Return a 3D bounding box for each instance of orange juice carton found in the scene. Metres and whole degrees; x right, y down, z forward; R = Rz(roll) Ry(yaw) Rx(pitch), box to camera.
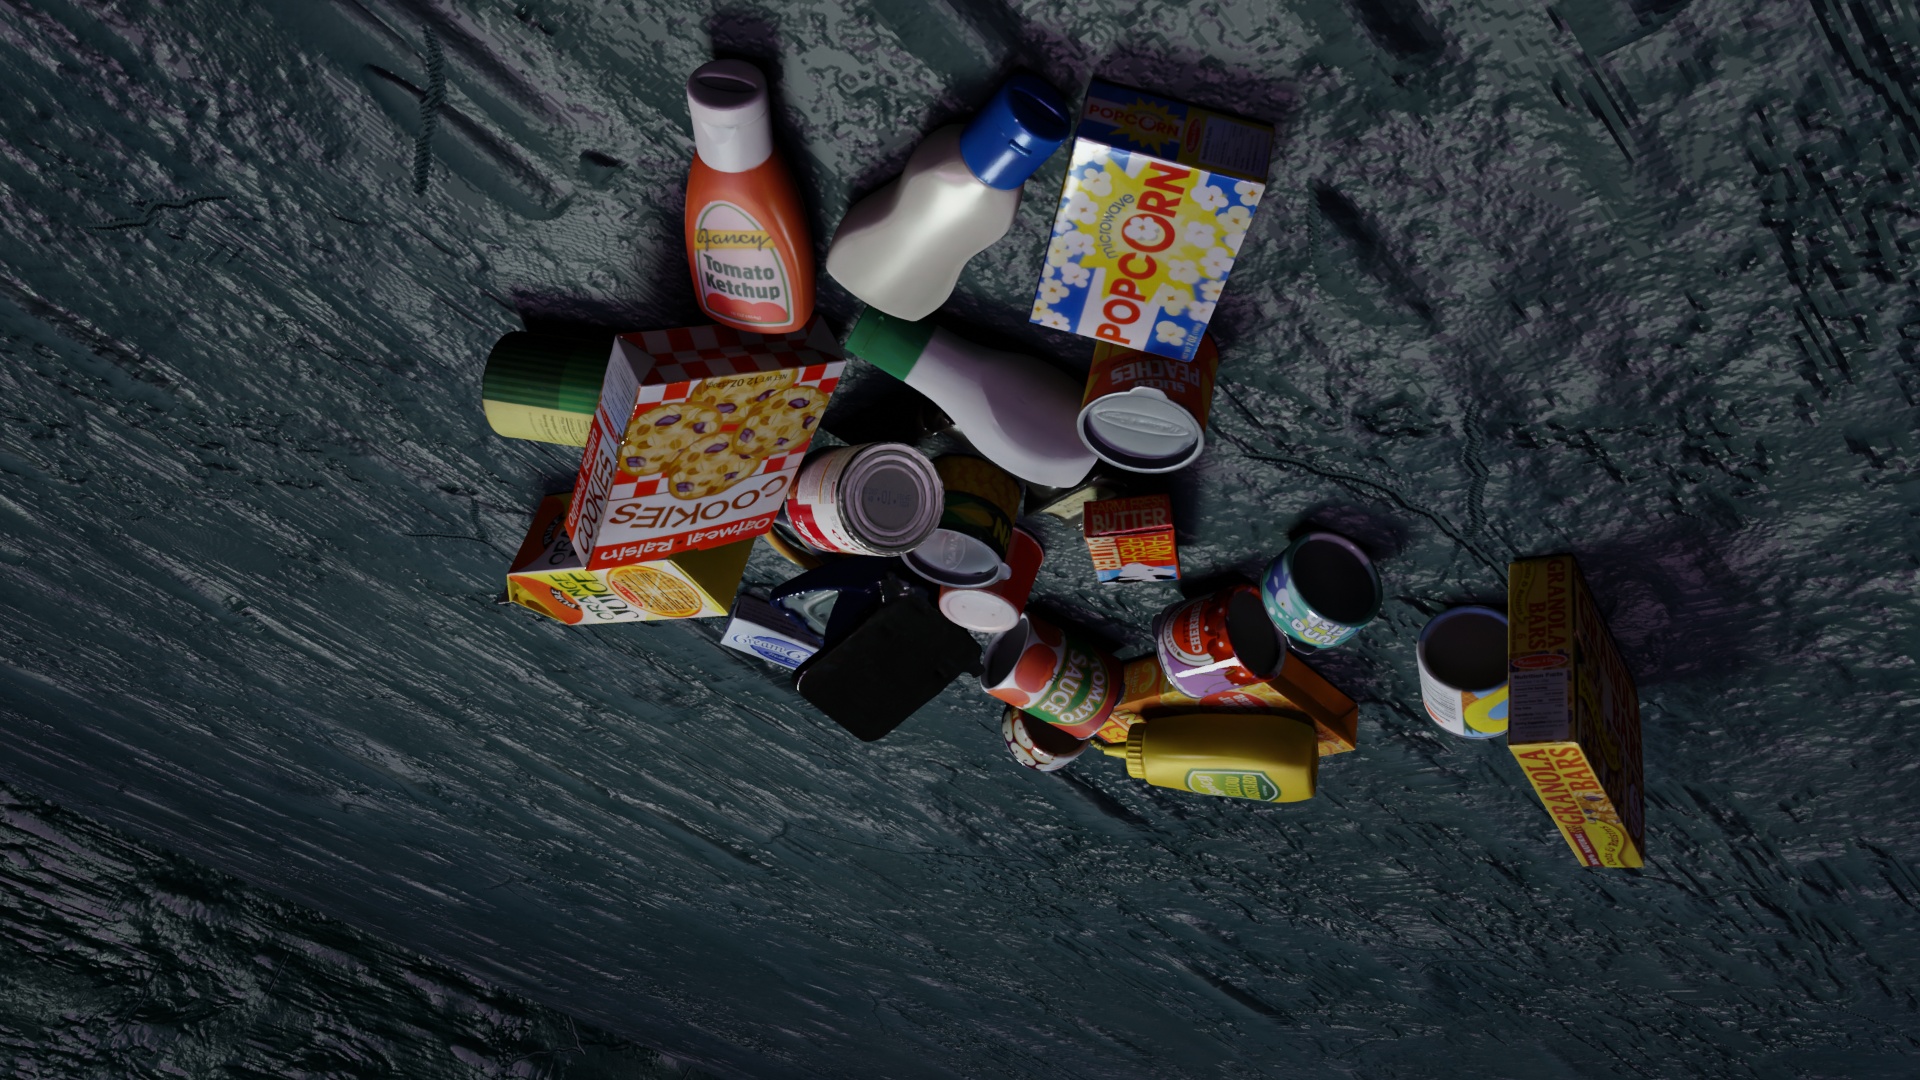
[{"bbox_3d":[-0.252,0.011,1.001,0.192,0.072,0.072,-5,143,29],"label":"orange juice carton"}]

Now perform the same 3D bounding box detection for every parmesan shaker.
[{"bbox_3d":[-0.226,-0.090,0.836,0.103,0.071,0.071,9,148,12],"label":"parmesan shaker"}]

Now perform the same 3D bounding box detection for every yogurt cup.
[{"bbox_3d":[0.018,0.025,0.925,0.072,0.054,0.072,10,147,7],"label":"yogurt cup"}]

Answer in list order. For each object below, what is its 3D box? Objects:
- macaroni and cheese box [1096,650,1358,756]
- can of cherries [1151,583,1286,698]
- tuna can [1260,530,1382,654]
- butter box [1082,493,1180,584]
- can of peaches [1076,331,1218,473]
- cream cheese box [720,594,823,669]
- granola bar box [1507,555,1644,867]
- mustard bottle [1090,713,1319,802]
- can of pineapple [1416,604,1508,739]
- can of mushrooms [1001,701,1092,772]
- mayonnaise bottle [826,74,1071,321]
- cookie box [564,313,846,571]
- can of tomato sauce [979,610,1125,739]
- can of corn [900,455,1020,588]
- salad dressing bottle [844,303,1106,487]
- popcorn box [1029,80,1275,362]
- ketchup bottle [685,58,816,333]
[{"bbox_3d":[0.186,0.126,1.023,0.123,0.040,0.166,36,142,-29],"label":"macaroni and cheese box"},{"bbox_3d":[0.169,0.065,0.909,0.071,0.072,0.058,36,142,-30],"label":"can of cherries"},{"bbox_3d":[0.216,0.031,0.833,0.071,0.071,0.032,21,146,-9],"label":"tuna can"},{"bbox_3d":[0.105,0.001,0.845,0.053,0.024,0.103,-5,161,9],"label":"butter box"},{"bbox_3d":[0.099,-0.079,0.724,0.071,0.058,0.071,11,148,7],"label":"can of peaches"},{"bbox_3d":[-0.134,0.080,1.103,0.104,0.024,0.053,21,146,-10],"label":"cream cheese box"},{"bbox_3d":[0.371,0.105,0.831,0.039,0.125,0.165,-10,140,34],"label":"granola bar box"},{"bbox_3d":[0.170,0.152,0.983,0.160,0.049,0.065,0,143,21],"label":"mustard bottle"},{"bbox_3d":[0.324,0.081,0.872,0.071,0.071,0.057,0,145,23],"label":"can of pineapple"},{"bbox_3d":[0.066,0.141,1.075,0.071,0.071,0.033,23,147,-13],"label":"can of mushrooms"},{"bbox_3d":[-0.005,-0.161,0.657,0.065,0.041,0.147,28,145,-22],"label":"mayonnaise bottle"},{"bbox_3d":[-0.149,-0.053,0.797,0.123,0.040,0.166,-13,151,-34],"label":"cookie box"},{"bbox_3d":[0.066,0.097,1.002,0.083,0.071,0.071,28,146,-19],"label":"can of tomato sauce"},{"bbox_3d":[0.003,-0.011,0.870,0.071,0.058,0.070,11,148,7],"label":"can of corn"},{"bbox_3d":[0.009,-0.084,0.756,0.147,0.064,0.043,30,152,-8],"label":"salad dressing bottle"},{"bbox_3d":[0.085,-0.143,0.646,0.085,0.038,0.126,15,148,1],"label":"popcorn box"},{"bbox_3d":[-0.107,-0.167,0.688,0.065,0.044,0.148,11,148,6],"label":"ketchup bottle"}]
